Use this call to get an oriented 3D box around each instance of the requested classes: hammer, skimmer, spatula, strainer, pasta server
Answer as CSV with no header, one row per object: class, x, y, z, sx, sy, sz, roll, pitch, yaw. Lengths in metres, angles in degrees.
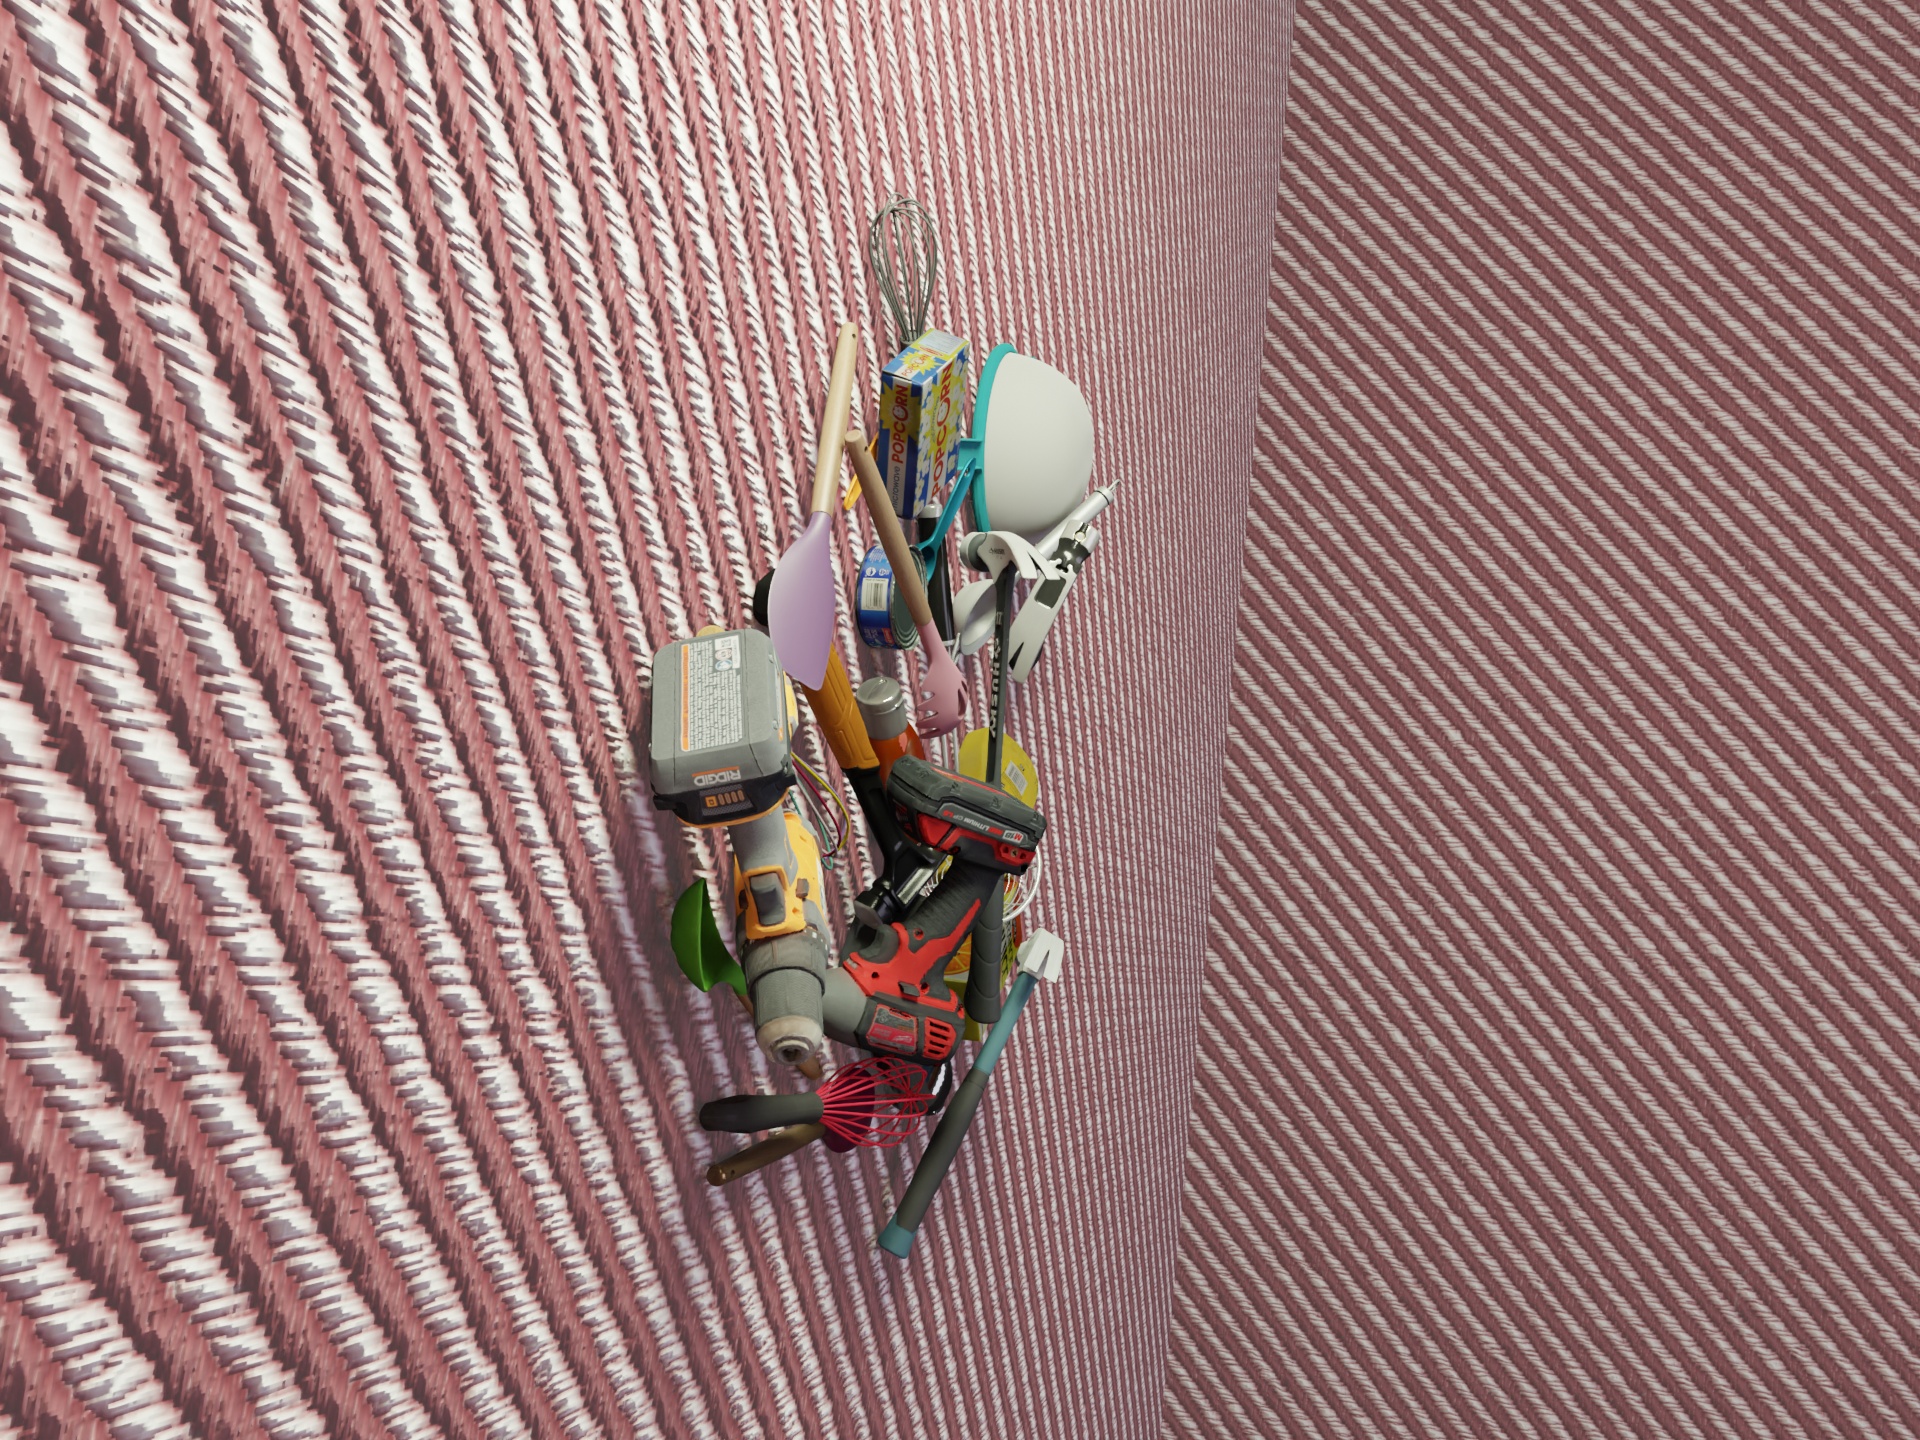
hammer,0.030,0.049,1.316,0.149,0.036,0.409,-159,-109,-69
skimmer,-0.002,-0.004,1.382,0.090,0.127,0.363,-152,-125,-71
spatula,-0.096,-0.162,1.105,0.059,0.018,0.316,36,46,-39
strainer,0.064,-0.148,1.507,0.258,0.050,0.086,-43,158,-17
pasta server,-0.043,-0.097,1.229,0.315,0.040,0.060,69,31,-46
hammer,0.069,-0.084,1.522,0.146,0.035,0.334,-61,178,-8
hammer,0.012,0.338,1.468,0.331,0.033,0.128,-61,-179,-22
strainer,0.065,-0.251,1.501,0.340,0.095,0.211,-35,128,-73
hammer,-0.077,0.013,1.191,0.127,0.034,0.336,-50,141,-27

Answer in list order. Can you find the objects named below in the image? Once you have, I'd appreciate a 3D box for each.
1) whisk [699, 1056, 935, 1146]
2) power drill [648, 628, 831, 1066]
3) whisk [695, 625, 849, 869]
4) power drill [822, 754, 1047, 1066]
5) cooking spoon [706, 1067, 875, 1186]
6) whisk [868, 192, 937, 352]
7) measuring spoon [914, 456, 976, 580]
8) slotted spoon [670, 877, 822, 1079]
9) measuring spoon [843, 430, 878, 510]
whisk,-0.101,0.285,1.172,0.295,0.073,0.073,20,74,-62
power drill,-0.125,0.082,0.966,0.186,0.084,0.226,-101,180,-48
whisk,-0.129,0.026,1.083,0.244,0.047,0.051,67,19,-47
power drill,-0.036,0.147,1.198,0.079,0.143,0.219,30,-81,63
cooking spoon,-0.119,0.316,1.213,0.318,0.017,0.069,13,80,-73
whisk,-0.038,-0.310,1.284,0.055,0.055,0.238,-68,160,-43
measuring spoon,-0.022,-0.170,1.353,0.129,0.021,0.042,-65,155,-9
slotted spoon,-0.142,0.194,1.097,0.313,0.031,0.070,69,15,-57
measuring spoon,-0.074,-0.209,1.249,0.021,0.011,0.117,87,20,-54
